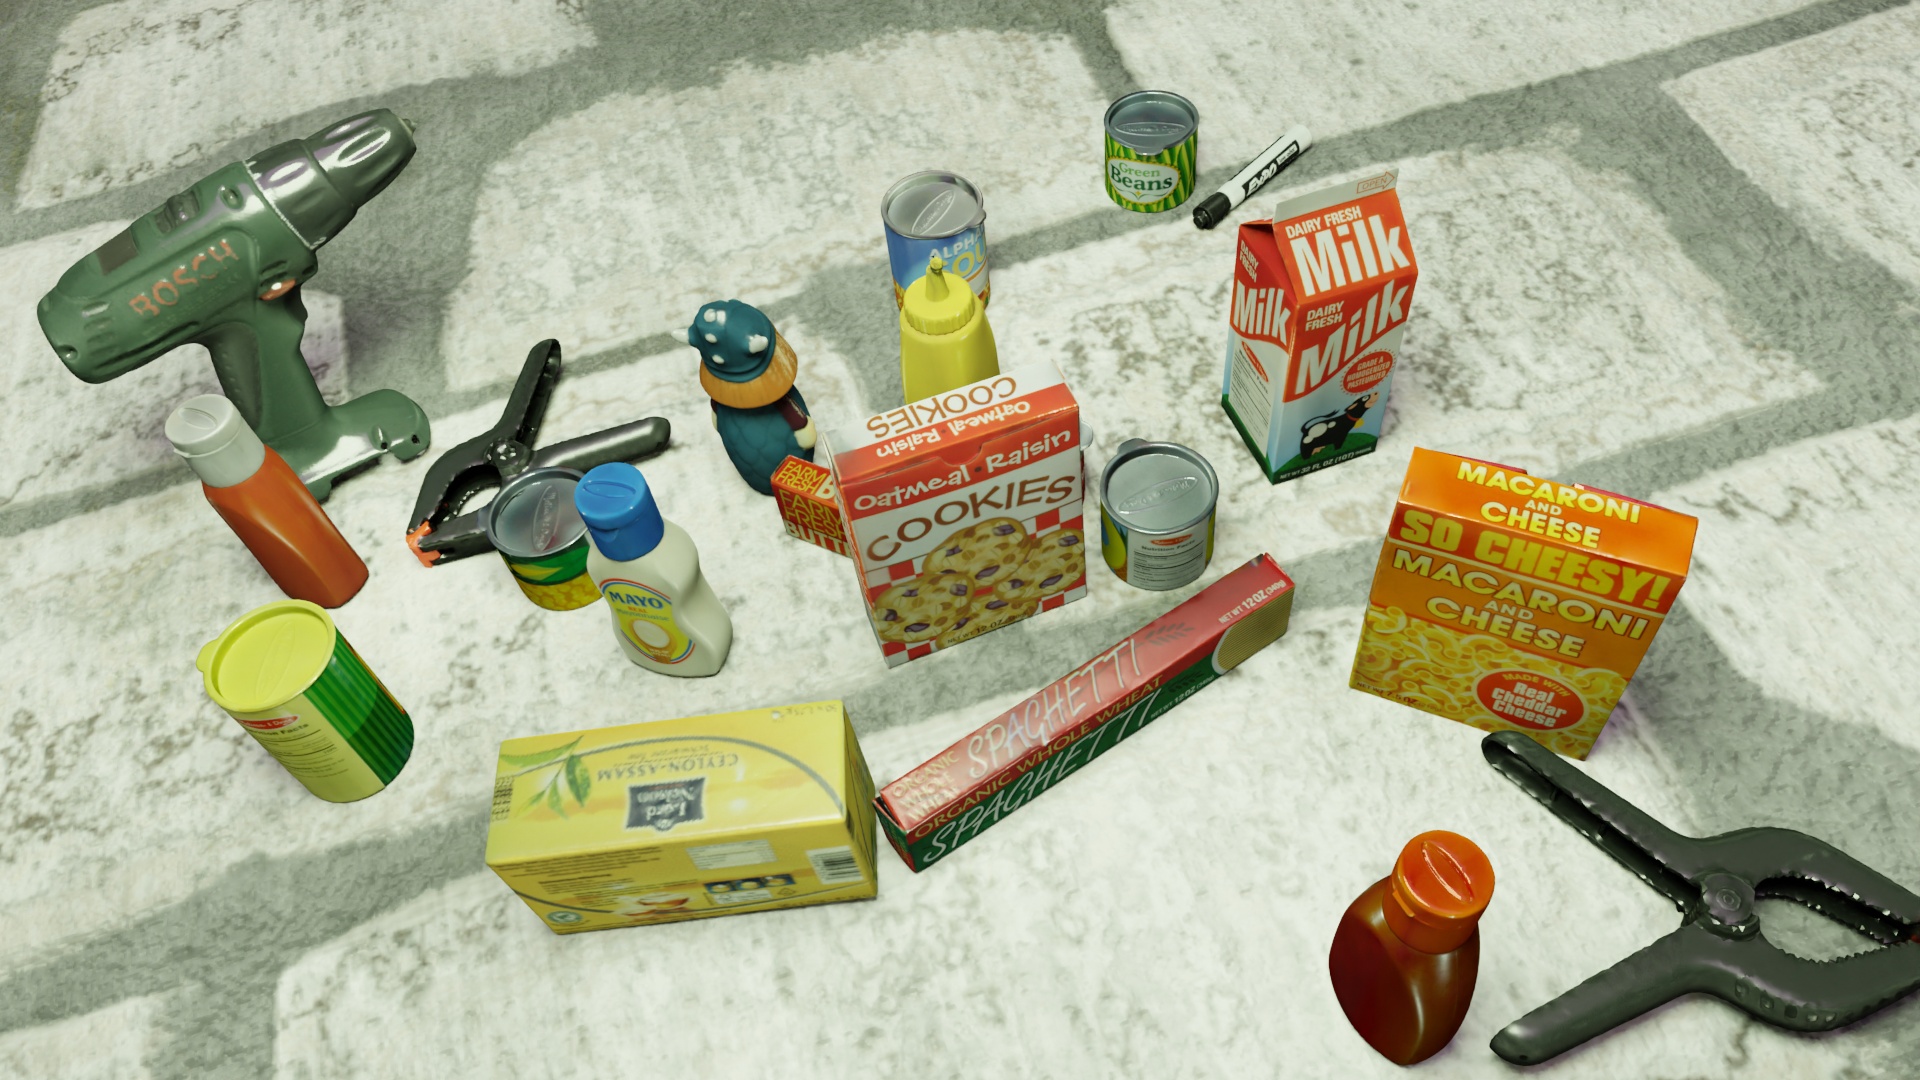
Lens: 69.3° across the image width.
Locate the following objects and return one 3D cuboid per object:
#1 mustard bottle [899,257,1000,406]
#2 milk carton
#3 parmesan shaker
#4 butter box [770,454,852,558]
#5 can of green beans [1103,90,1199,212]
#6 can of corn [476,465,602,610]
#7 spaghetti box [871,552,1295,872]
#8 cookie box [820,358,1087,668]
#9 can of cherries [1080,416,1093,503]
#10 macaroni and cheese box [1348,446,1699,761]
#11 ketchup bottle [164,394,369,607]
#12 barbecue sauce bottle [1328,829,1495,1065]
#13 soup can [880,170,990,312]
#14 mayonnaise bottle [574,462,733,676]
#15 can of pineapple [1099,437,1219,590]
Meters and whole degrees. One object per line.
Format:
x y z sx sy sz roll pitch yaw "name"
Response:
-0.008 -0.109 0.812 0.049 0.159 0.065 15 57 17 "mustard bottle"
0.200 -0.125 0.783 0.072 0.189 0.074 -18 54 -7 "milk carton"
-0.345 0.087 0.738 0.071 0.102 0.071 -3 53 4 "parmesan shaker"
-0.059 -0.011 0.811 0.103 0.053 0.024 20 58 20 "butter box"
0.135 -0.276 0.986 0.071 0.057 0.071 -3 53 4 "can of green beans"
-0.240 0.000 0.820 0.071 0.058 0.071 -3 53 4 "can of corn"
0.069 0.088 0.725 0.251 0.050 0.029 -30 56 -16 "spaghetti box"
0.003 -0.009 0.732 0.123 0.166 0.040 -19 54 -8 "cookie box"
0.043 -0.045 0.822 0.071 0.058 0.072 -3 53 4 "can of cherries"
0.263 0.033 0.672 0.124 0.165 0.040 17 57 18 "macaroni and cheese box"
-0.399 -0.021 0.796 0.065 0.148 0.044 20 58 20 "ketchup bottle"
0.191 0.170 0.588 0.044 0.147 0.065 -24 55 -11 "barbecue sauce bottle"
-0.013 -0.191 0.922 0.071 0.083 0.072 -3 53 4 "soup can"
-0.167 0.018 0.742 0.065 0.147 0.041 8 55 12 "mayonnaise bottle"
0.112 -0.015 0.792 0.071 0.057 0.071 -3 53 4 "can of pineapple"
